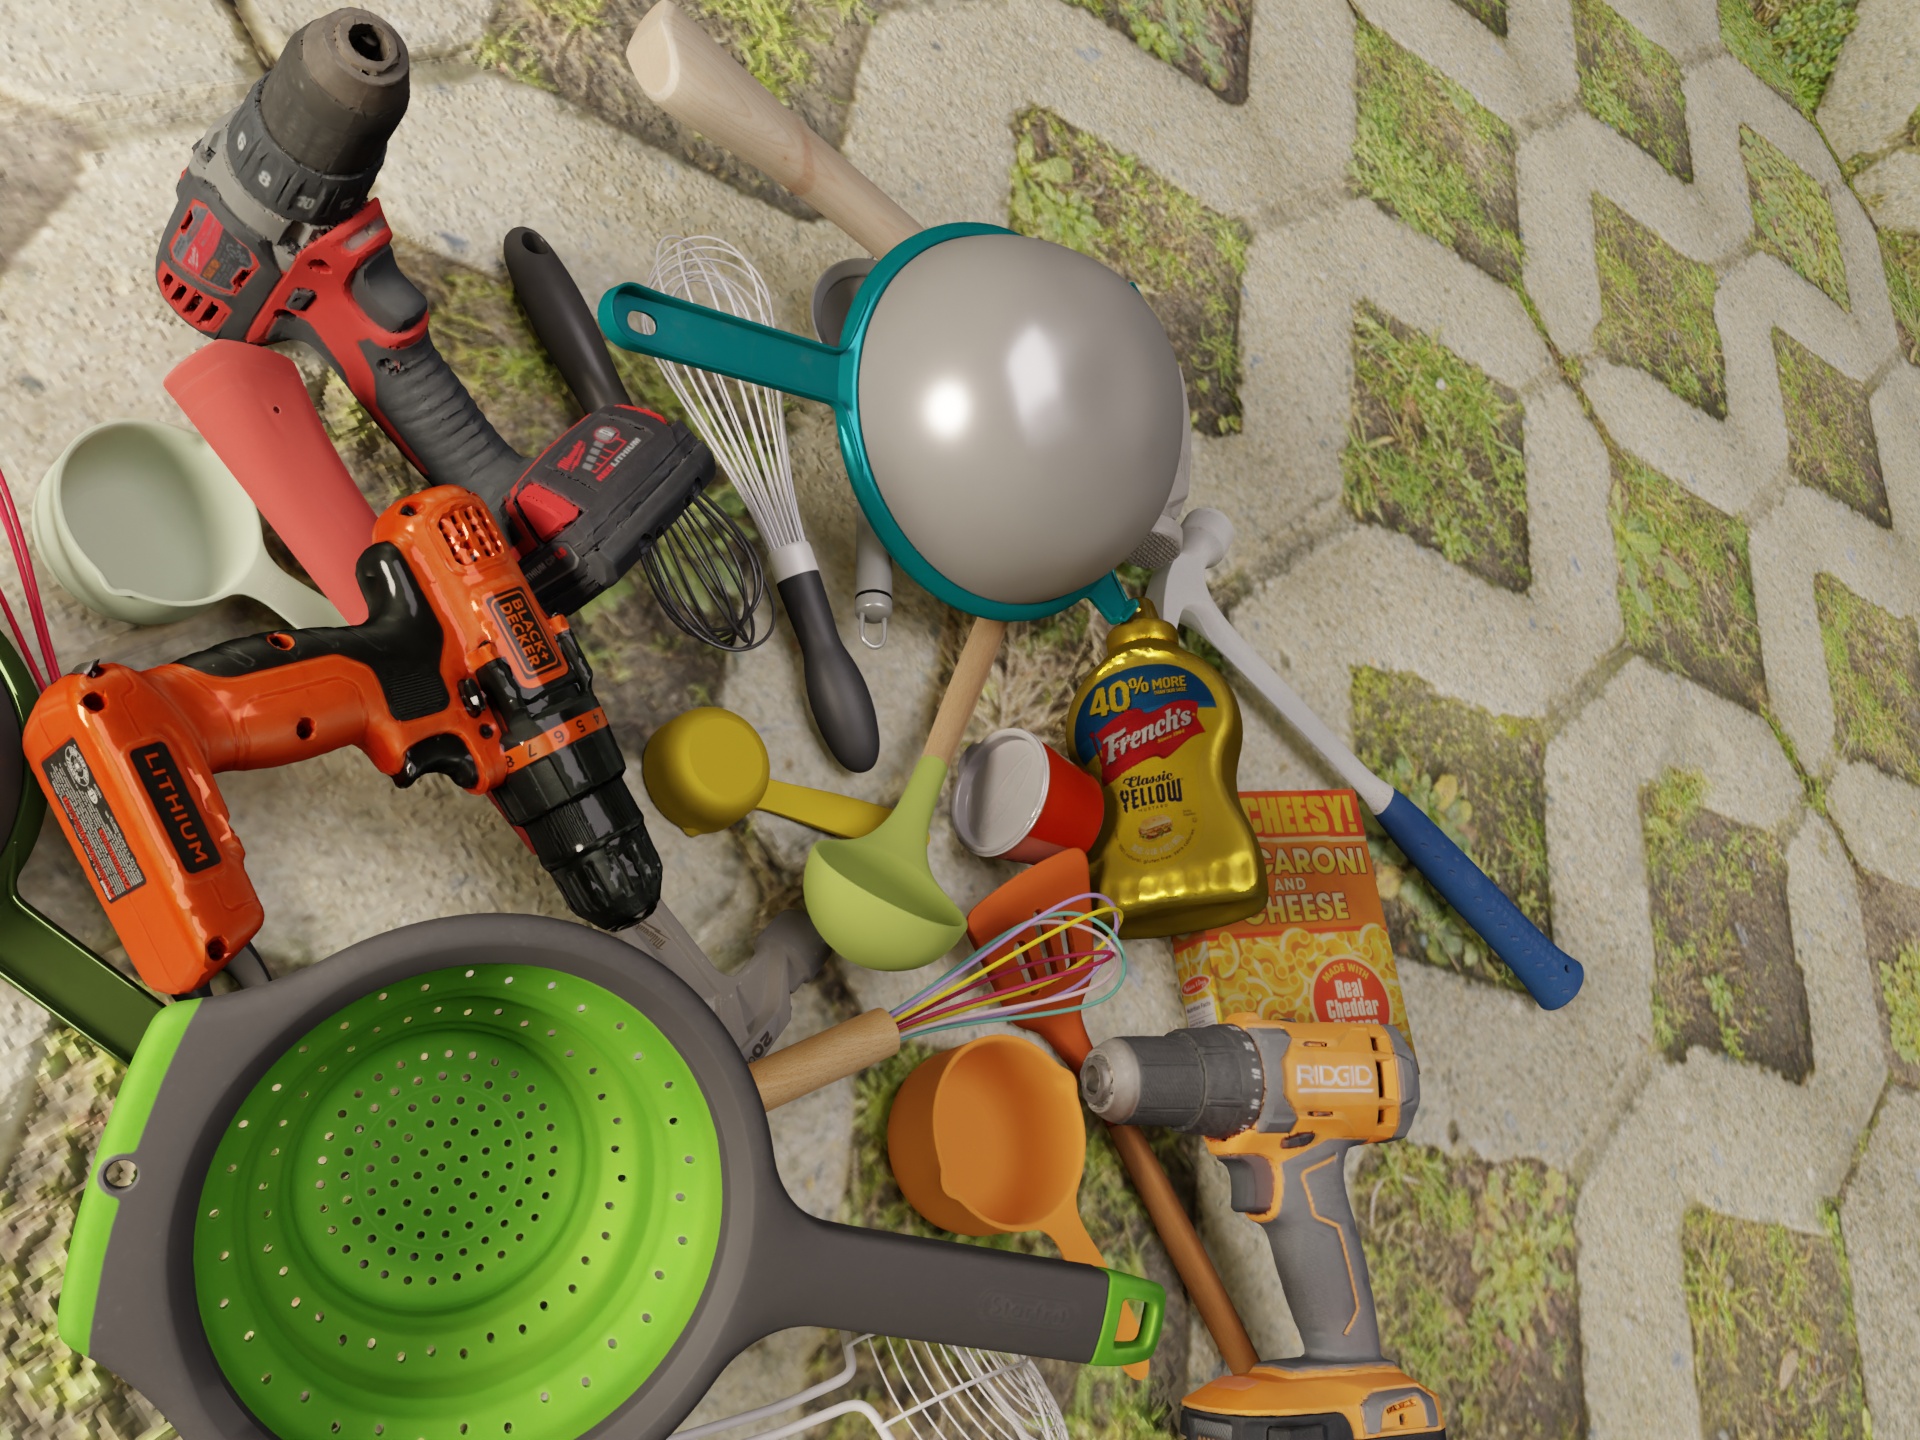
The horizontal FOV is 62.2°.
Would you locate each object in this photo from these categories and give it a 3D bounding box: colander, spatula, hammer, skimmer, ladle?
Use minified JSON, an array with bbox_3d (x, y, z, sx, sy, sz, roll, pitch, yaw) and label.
[{"bbox_3d":[-0.105,0.190,0.592,0.396,0.094,0.204,18,81,-25],"label":"colander"},{"bbox_3d":[0.095,0.223,0.801,0.081,0.041,0.322,-27,90,-31],"label":"spatula"},{"bbox_3d":[0.260,0.048,1.012,0.405,0.035,0.144,44,50,-15],"label":"hammer"},{"bbox_3d":[-0.118,0.296,0.596,0.363,0.090,0.127,-5,35,-28],"label":"skimmer"},{"bbox_3d":[-0.001,-0.003,0.796,0.078,0.062,0.320,28,45,-6],"label":"ladle"},{"bbox_3d":[-0.007,-0.245,0.873,0.410,0.038,0.146,34,49,-35],"label":"hammer"},{"bbox_3d":[-0.196,0.011,0.643,0.359,0.037,0.149,55,47,-15],"label":"hammer"}]

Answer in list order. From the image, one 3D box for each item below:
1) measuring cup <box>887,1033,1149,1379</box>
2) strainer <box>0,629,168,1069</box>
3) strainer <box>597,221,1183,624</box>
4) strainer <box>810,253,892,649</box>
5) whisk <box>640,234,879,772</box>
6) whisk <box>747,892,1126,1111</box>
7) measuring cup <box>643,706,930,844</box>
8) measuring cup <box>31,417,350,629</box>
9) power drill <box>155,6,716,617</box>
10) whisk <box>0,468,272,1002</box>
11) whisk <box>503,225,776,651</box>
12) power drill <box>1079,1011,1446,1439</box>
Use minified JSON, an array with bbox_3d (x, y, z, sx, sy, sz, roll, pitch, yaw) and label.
[{"bbox_3d":[0.029,0.231,0.739,0.095,0.052,0.173,-31,93,-42],"label":"measuring cup"},{"bbox_3d":[-0.327,0.052,0.496,0.256,0.069,0.151,45,73,-19],"label":"strainer"},{"bbox_3d":[-0.002,-0.165,0.768,0.340,0.095,0.211,7,83,-40],"label":"strainer"},{"bbox_3d":[-0.047,-0.150,0.842,0.086,0.050,0.259,16,58,-28],"label":"strainer"},{"bbox_3d":[-0.094,-0.109,0.793,0.070,0.070,0.284,-18,88,-42],"label":"whisk"},{"bbox_3d":[-0.016,0.134,0.709,0.245,0.047,0.051,-17,83,-36],"label":"whisk"},{"bbox_3d":[-0.074,0.035,0.757,0.156,0.029,0.062,18,60,-29],"label":"measuring cup"},{"bbox_3d":[-0.284,-0.049,0.632,0.167,0.038,0.083,41,44,-34],"label":"measuring cup"},{"bbox_3d":[-0.207,-0.152,0.636,0.226,0.188,0.080,47,51,-17],"label":"power drill"},{"bbox_3d":[-0.329,-0.007,0.562,0.073,0.073,0.295,-38,102,-42],"label":"whisk"},{"bbox_3d":[-0.157,-0.135,0.760,0.055,0.055,0.239,-24,82,-42],"label":"whisk"},{"bbox_3d":[0.145,0.256,0.768,0.185,0.084,0.226,8,72,-27],"label":"power drill"}]
